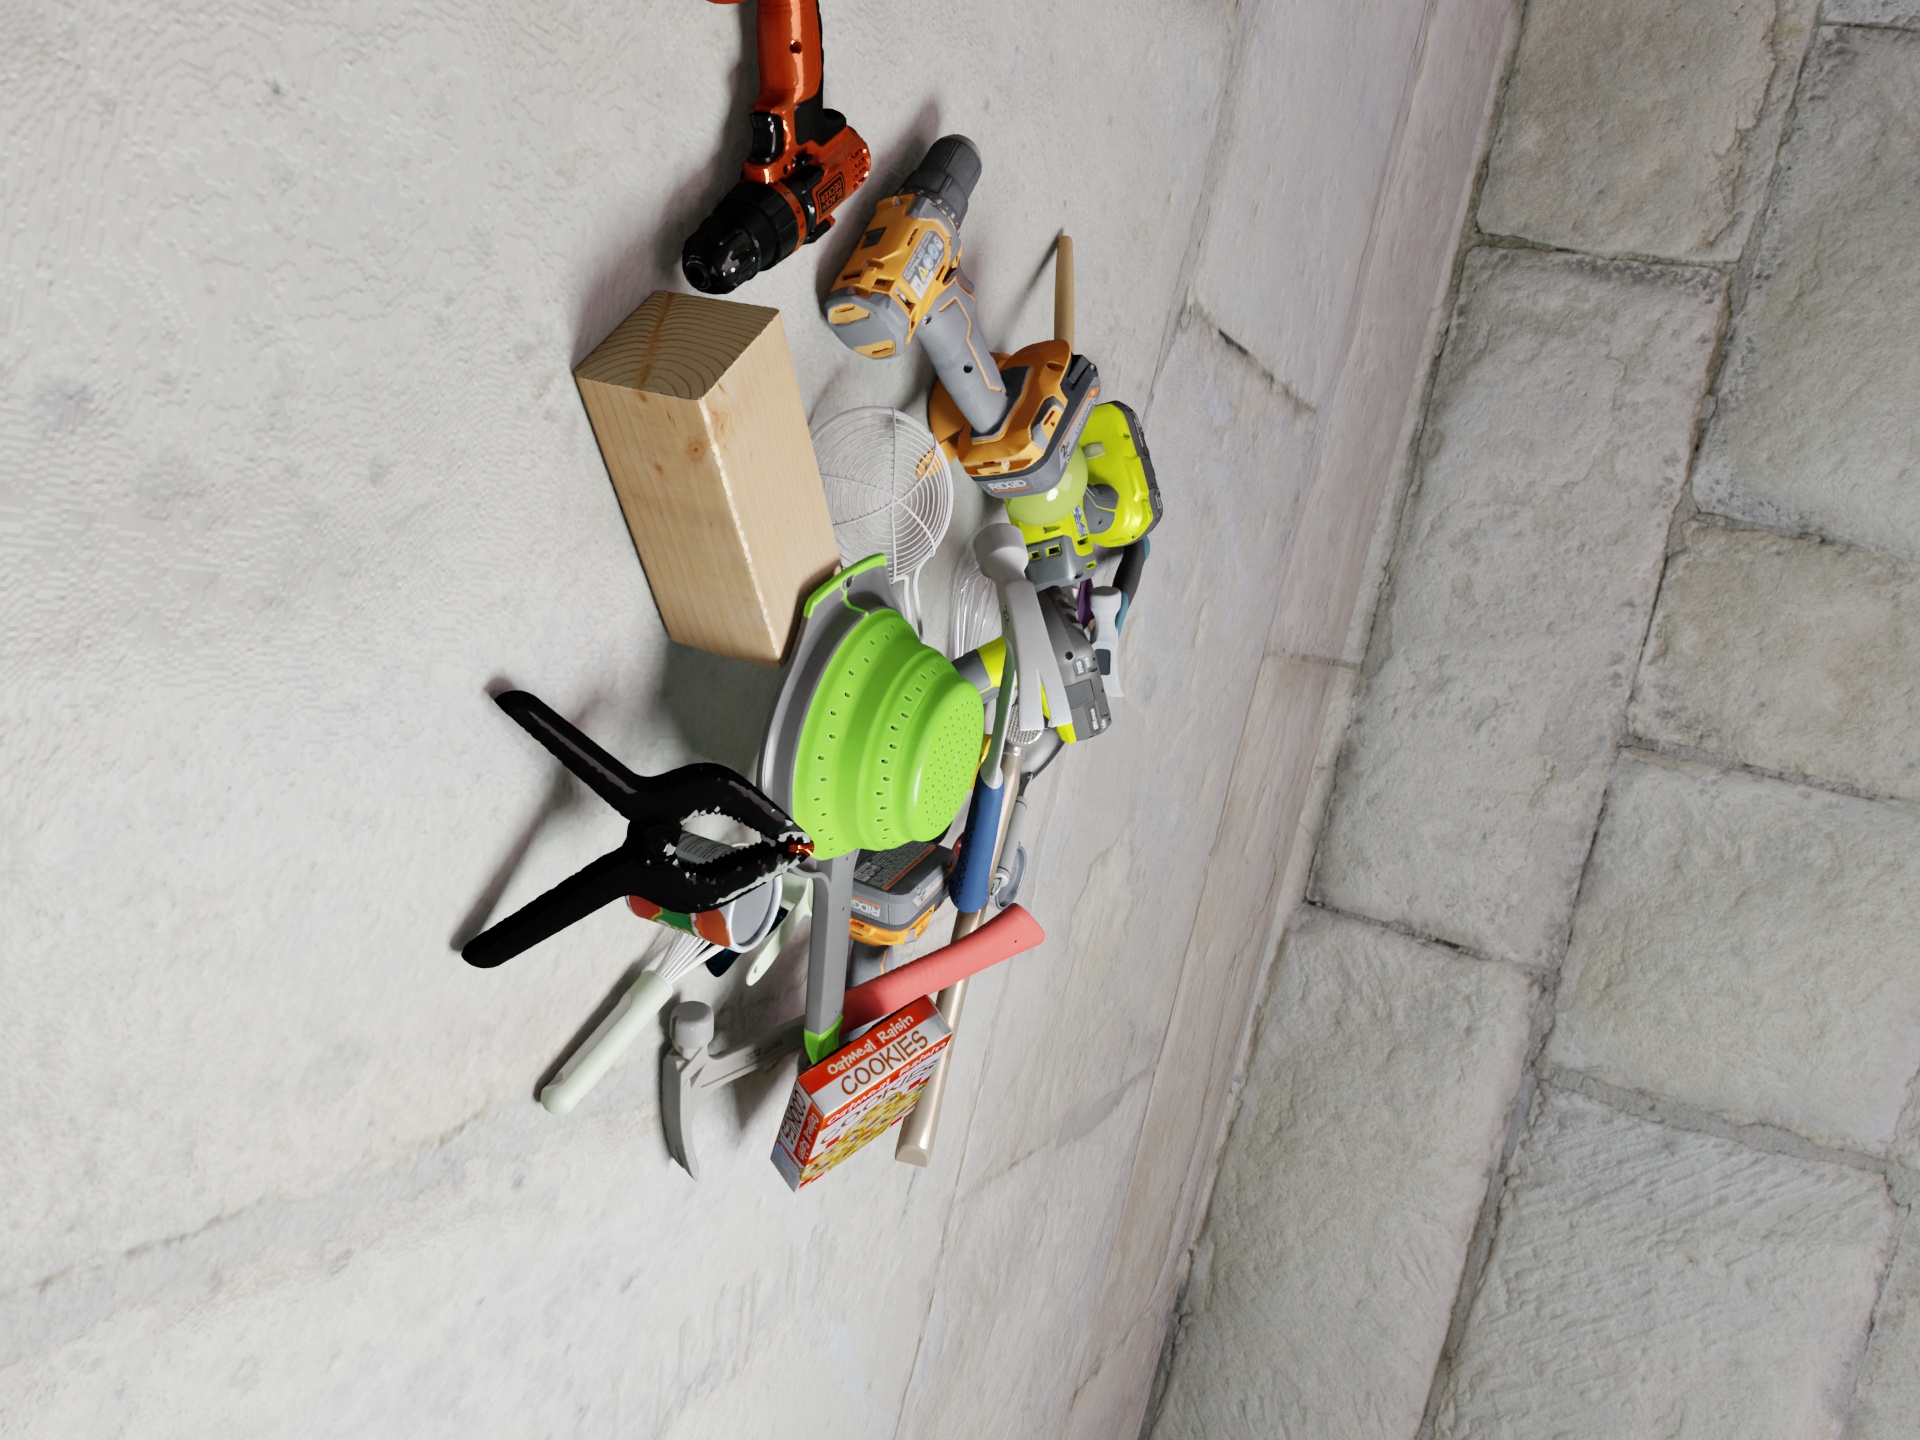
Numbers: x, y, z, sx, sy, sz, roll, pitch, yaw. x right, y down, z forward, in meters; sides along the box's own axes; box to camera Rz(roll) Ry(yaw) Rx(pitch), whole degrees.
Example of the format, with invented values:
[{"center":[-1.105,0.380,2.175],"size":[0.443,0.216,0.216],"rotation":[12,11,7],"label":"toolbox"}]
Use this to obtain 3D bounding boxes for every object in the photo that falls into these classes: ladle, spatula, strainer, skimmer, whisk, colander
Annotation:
[{"center":[0.075,-0.295,1.329],"size":[0.078,0.062,0.320],"rotation":[118,-21,-55],"label":"ladle"},{"center":[0.135,-0.104,1.630],"size":[0.316,0.018,0.060],"rotation":[31,67,-79],"label":"spatula"},{"center":[0.058,0.076,1.561],"size":[0.050,0.087,0.259],"rotation":[39,39,-19],"label":"strainer"},{"center":[-0.054,-0.100,1.259],"size":[0.127,0.090,0.363],"rotation":[-37,157,-15],"label":"skimmer"},{"center":[0.005,-0.016,1.431],"size":[0.070,0.070,0.284],"rotation":[-19,126,-63],"label":"whisk"},{"center":[-0.053,0.089,1.097],"size":[0.204,0.094,0.396],"rotation":[-43,144,-56],"label":"colander"},{"center":[-0.204,0.175,1.097],"size":[0.059,0.058,0.246],"rotation":[54,50,-18],"label":"whisk"}]

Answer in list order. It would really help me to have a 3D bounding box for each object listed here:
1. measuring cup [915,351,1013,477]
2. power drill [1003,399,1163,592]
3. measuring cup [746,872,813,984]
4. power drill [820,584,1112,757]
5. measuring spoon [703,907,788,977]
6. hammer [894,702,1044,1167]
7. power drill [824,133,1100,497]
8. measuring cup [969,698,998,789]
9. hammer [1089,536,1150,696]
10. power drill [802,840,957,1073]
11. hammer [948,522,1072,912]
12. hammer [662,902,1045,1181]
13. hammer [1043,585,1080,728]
[{"center":[-0.009,-0.235,1.261],"size":[0.174,0.052,0.095],"rotation":[-46,144,-45],"label":"measuring cup"},{"center":[0.099,-0.227,1.440],"size":[0.228,0.080,0.190],"rotation":[-28,104,-61],"label":"power drill"},{"center":[-0.136,0.137,1.202],"size":[0.168,0.038,0.083],"rotation":[-58,155,-49],"label":"measuring cup"},{"center":[-0.002,-0.004,1.252],"size":[0.171,0.223,0.080],"rotation":[69,-2,-51],"label":"power drill"},{"center":[-0.164,0.160,1.212],"size":[0.042,0.021,0.128],"rotation":[-63,169,16],"label":"measuring spoon"},{"center":[0.006,0.189,1.420],"size":[0.146,0.038,0.411],"rotation":[111,-7,-85],"label":"hammer"},{"center":[0.012,-0.297,1.169],"size":[0.226,0.084,0.185],"rotation":[44,60,-38],"label":"power drill"},{"center":[0.026,-0.008,1.528],"size":[0.062,0.029,0.156],"rotation":[23,72,-65],"label":"measuring cup"},{"center":[0.165,-0.127,1.638],"size":[0.331,0.033,0.128],"rotation":[-64,157,-62],"label":"hammer"},{"center":[-0.065,0.213,1.388],"size":[0.164,0.084,0.226],"rotation":[-36,140,-59],"label":"power drill"},{"center":[0.024,0.039,1.170],"size":[0.405,0.035,0.144],"rotation":[98,-19,-56],"label":"hammer"},{"center":[-0.075,0.232,1.266],"size":[0.359,0.037,0.149],"rotation":[-19,125,-37],"label":"hammer"},{"center":[0.075,-0.065,1.460],"size":[0.335,0.035,0.146],"rotation":[-4,109,-84],"label":"hammer"}]
